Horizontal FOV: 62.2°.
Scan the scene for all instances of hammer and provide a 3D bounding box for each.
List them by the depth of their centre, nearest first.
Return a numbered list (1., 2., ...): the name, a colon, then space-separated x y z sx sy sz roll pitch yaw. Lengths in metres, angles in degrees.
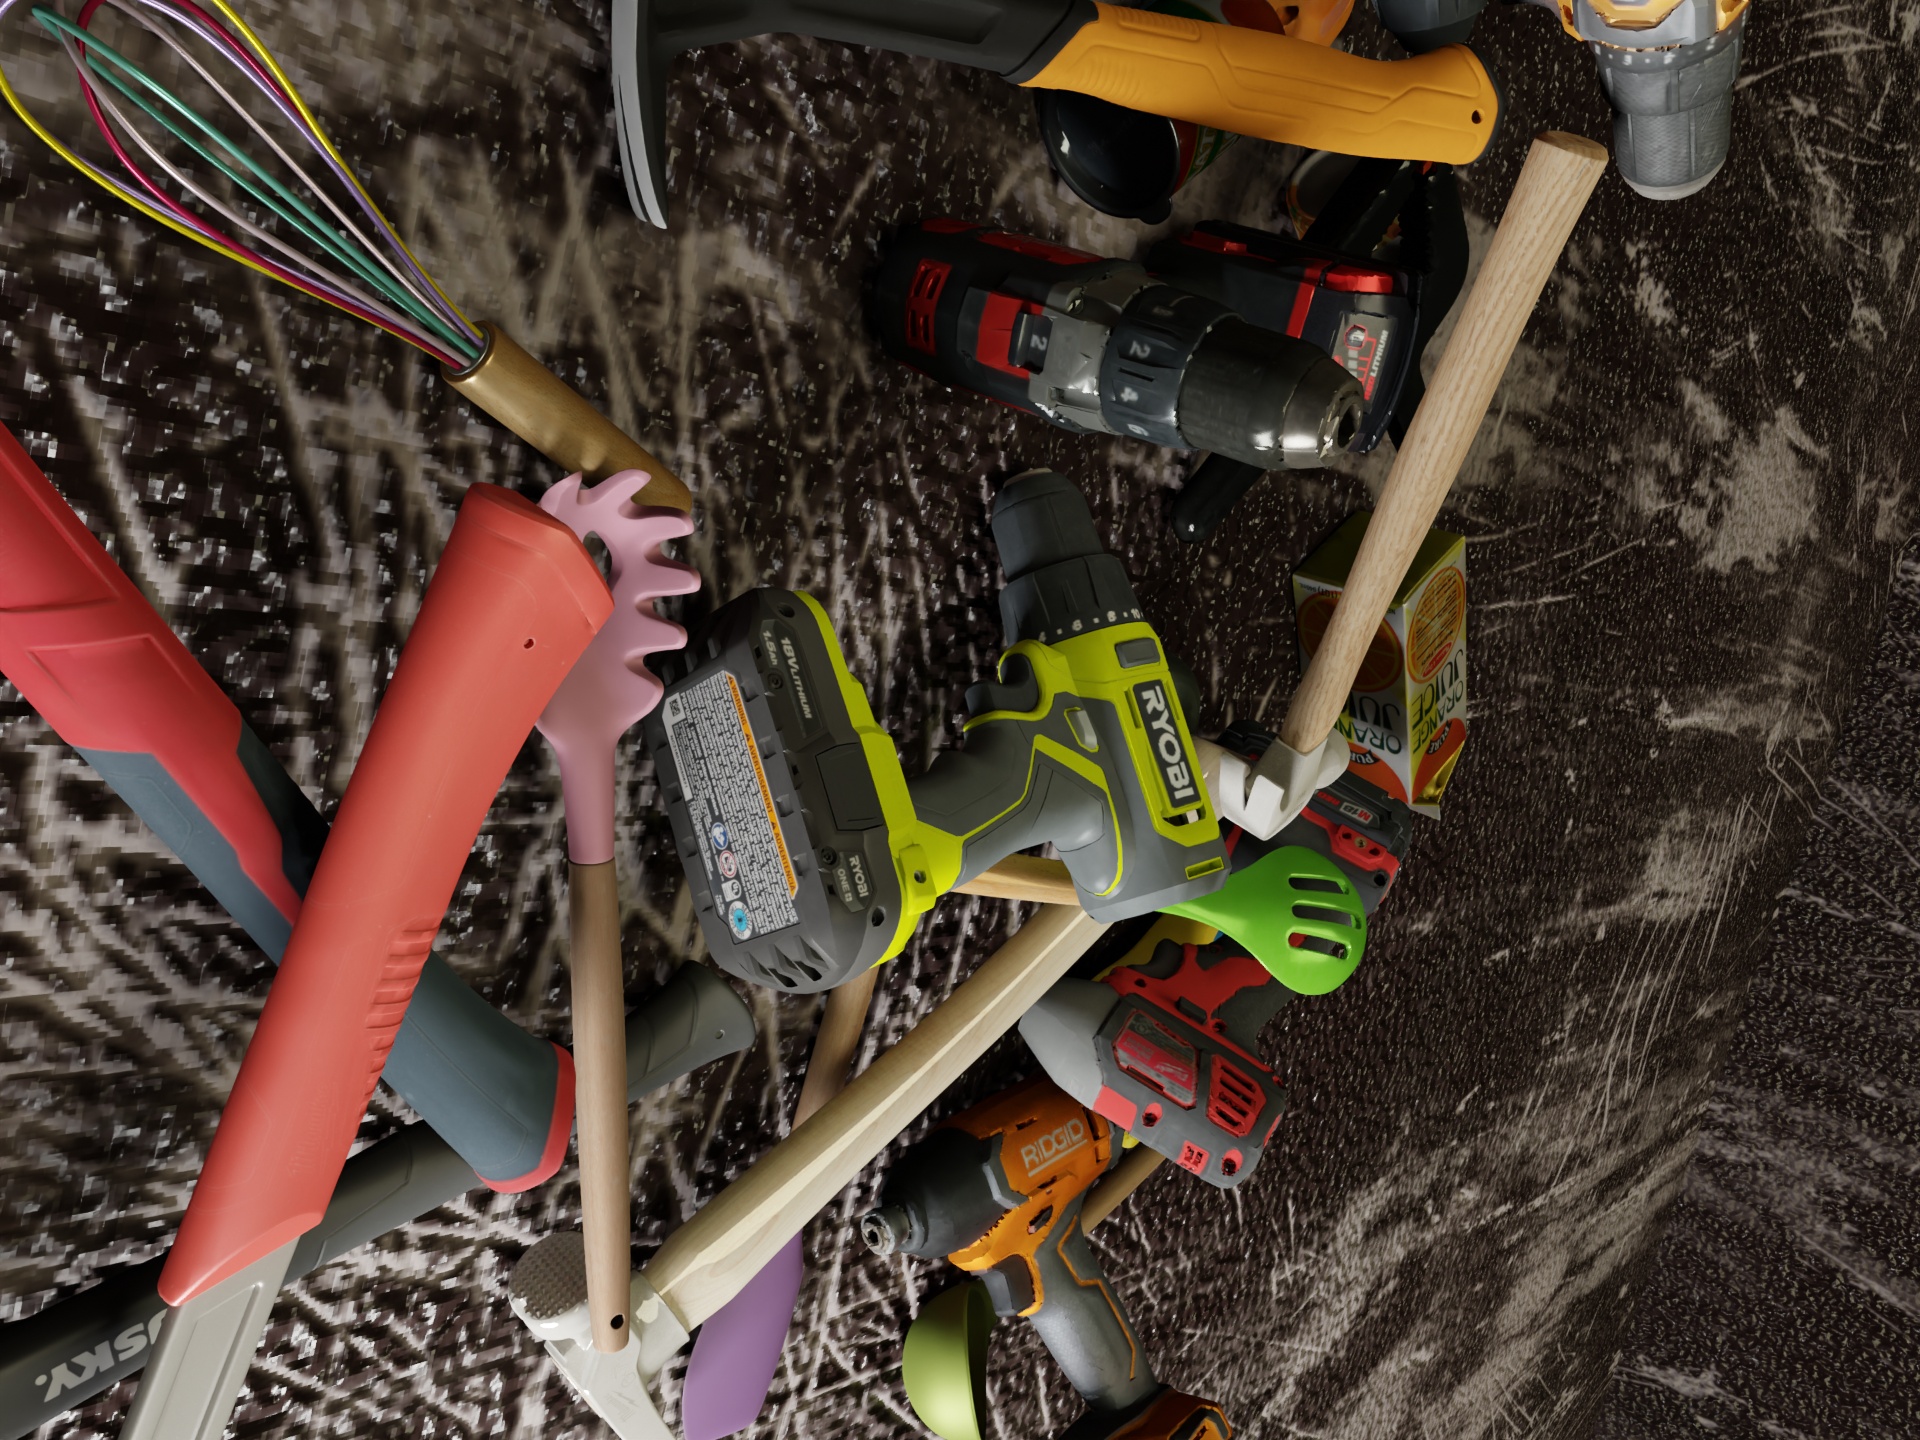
1. hammer: -0.215 0.012 0.399 0.143 0.038 0.385 -45 132 -26
2. hammer: -0.185 0.107 0.416 0.149 0.037 0.359 16 101 -43
3. hammer: -0.201 0.164 0.521 0.335 0.035 0.146 -23 123 -43
4. hammer: 0.050 -0.218 0.541 0.336 0.034 0.127 -2 111 -26
5. hammer: 0.188 -0.084 0.685 0.130 0.031 0.331 -31 146 -51
6. hammer: -0.004 0.149 0.712 0.411 0.038 0.146 -40 134 -25

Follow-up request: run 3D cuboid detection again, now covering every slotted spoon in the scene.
1. slotted spoon: 0.060 0.075 0.697 0.313 0.031 0.070 10 72 -25

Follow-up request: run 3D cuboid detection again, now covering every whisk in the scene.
1. whisk: -0.149 -0.117 0.441 0.244 0.051 0.047 39 71 -55

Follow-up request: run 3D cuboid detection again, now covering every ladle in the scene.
1. ladle: 0.080 0.288 0.907 0.320 0.062 0.078 -29 119 -43

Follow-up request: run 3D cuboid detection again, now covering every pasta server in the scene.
1. pasta server: -0.120 0.074 0.532 0.060 0.040 0.316 -8 106 -33

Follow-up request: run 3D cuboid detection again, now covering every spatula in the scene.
1. spatula: -0.067 0.179 0.704 0.059 0.018 0.316 8 102 -50

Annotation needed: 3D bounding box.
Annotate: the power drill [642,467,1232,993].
1. power drill: -0.001 -0.002 0.613 0.228 0.080 0.190 -11 81 -44

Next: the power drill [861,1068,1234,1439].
1. power drill: 0.040 0.298 0.773 0.164 0.084 0.226 -12 80 -48

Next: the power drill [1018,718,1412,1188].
1. power drill: 0.127 0.112 0.809 0.220 0.143 0.078 -52 163 -30

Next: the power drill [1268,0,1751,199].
1. power drill: 0.195 -0.293 0.620 0.084 0.226 0.185 -54 140 -18

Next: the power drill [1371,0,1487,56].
1. power drill: 0.247 -0.413 0.730 0.223 0.080 0.171 -45 133 -32

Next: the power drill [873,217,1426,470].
1. power drill: 0.101 -0.145 0.617 0.226 0.188 0.080 -17 125 -50

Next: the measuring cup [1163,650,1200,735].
1. measuring cup: 0.060 0.026 0.766 0.167 0.038 0.083 -43 136 -33
